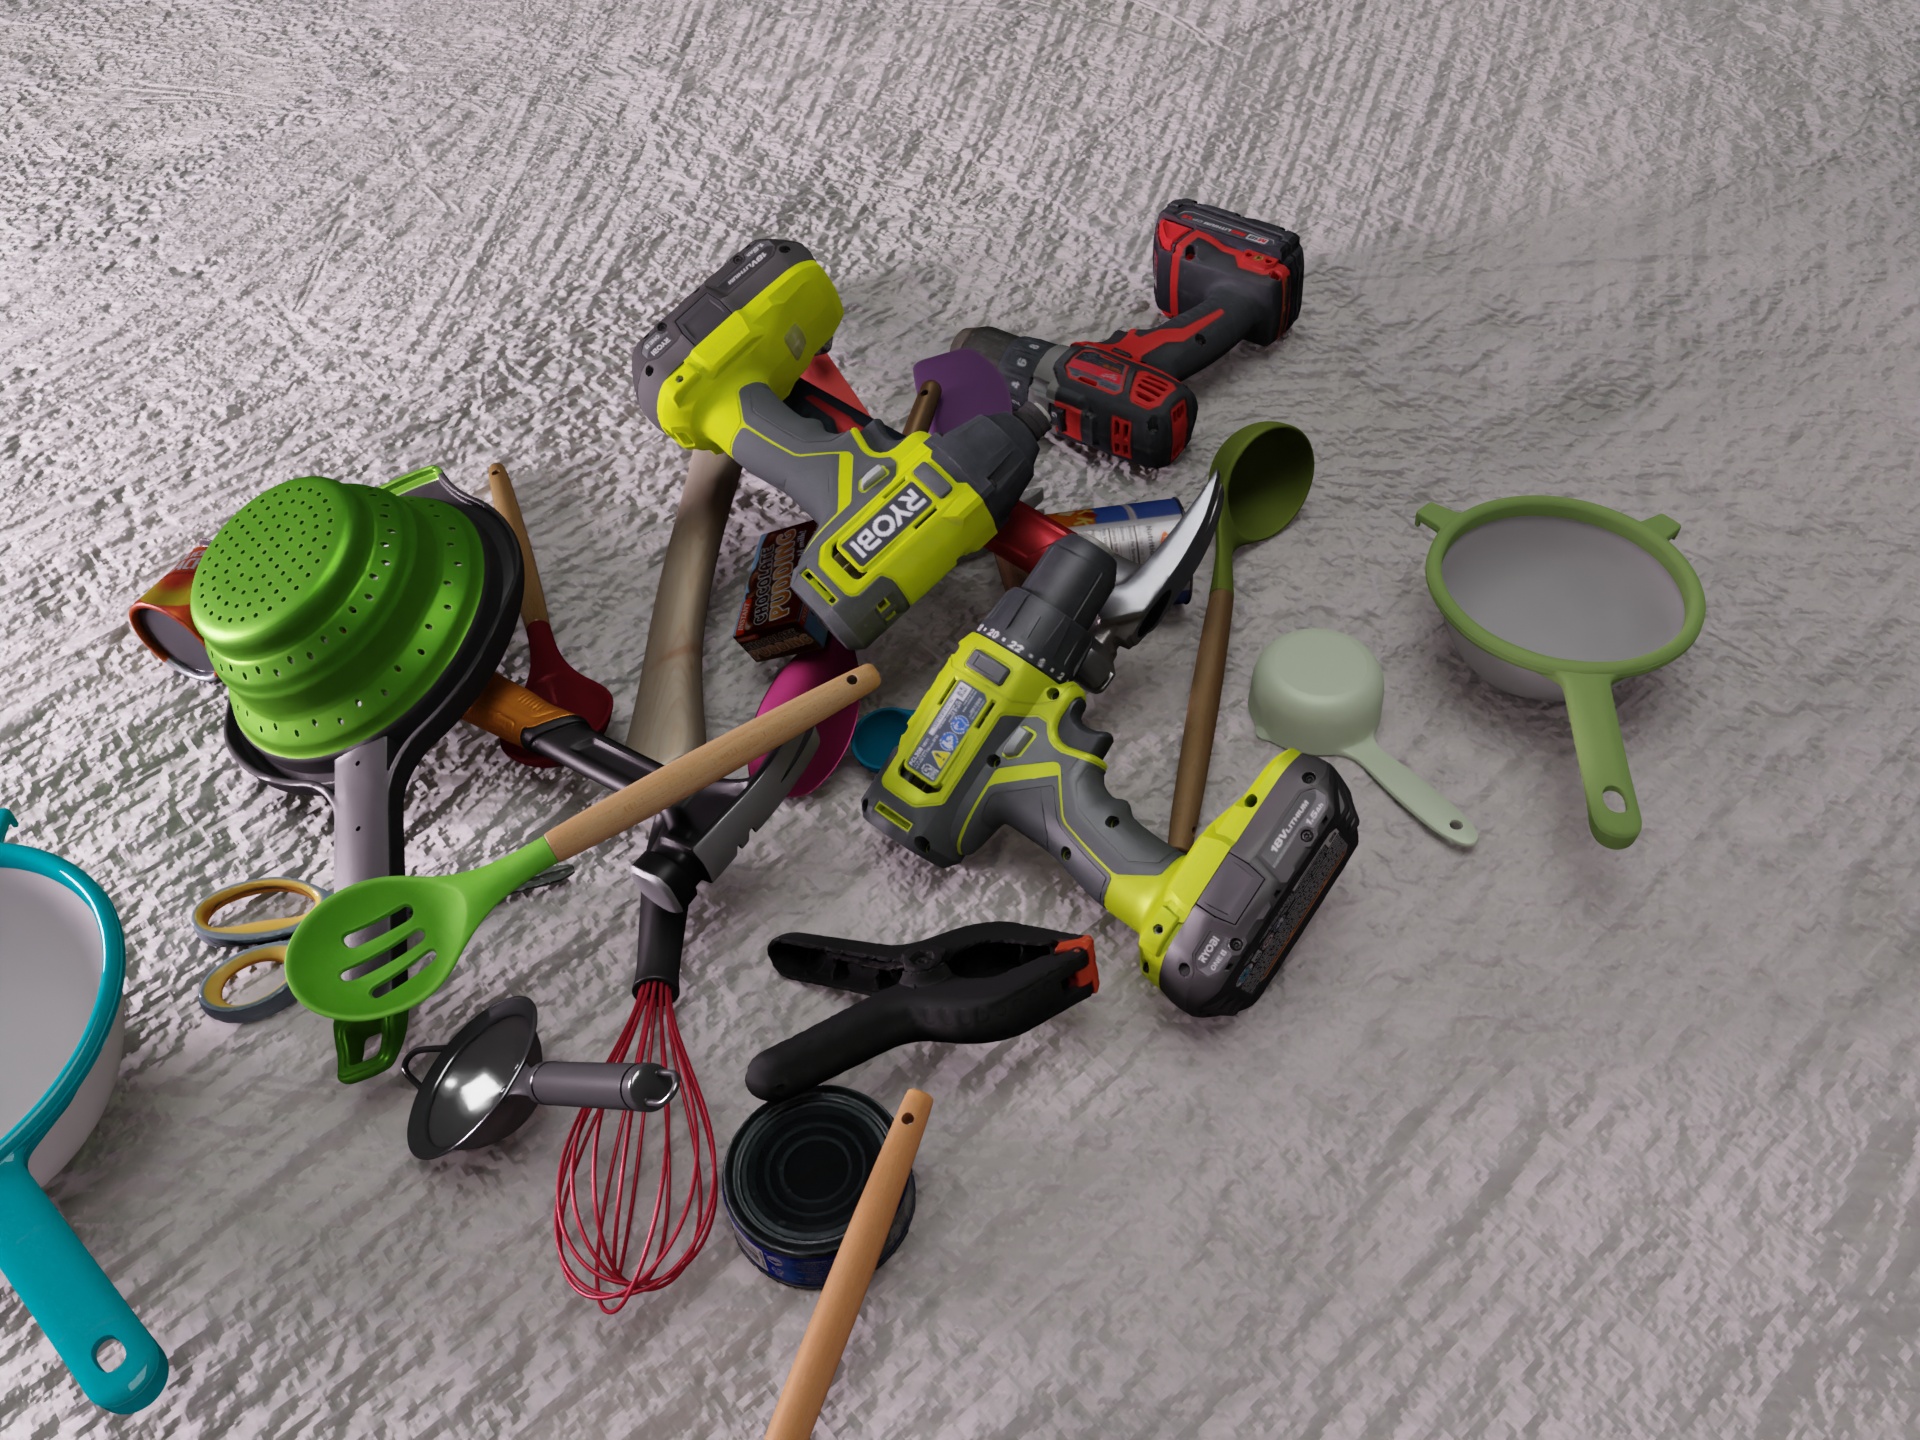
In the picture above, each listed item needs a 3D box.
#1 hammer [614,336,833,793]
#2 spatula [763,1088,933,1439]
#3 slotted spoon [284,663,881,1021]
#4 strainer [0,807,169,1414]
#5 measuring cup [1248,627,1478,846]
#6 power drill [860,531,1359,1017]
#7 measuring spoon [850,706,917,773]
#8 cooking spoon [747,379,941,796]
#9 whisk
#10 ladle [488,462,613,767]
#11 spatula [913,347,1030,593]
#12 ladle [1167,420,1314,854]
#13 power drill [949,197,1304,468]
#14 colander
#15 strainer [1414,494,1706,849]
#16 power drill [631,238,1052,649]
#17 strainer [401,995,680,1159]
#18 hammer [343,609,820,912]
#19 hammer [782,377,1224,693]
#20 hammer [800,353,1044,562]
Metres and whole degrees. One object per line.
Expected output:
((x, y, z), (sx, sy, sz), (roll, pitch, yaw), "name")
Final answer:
((-0.175, -0.118, 1.013), (0.146, 0.038, 0.411), (-8, 51, 15), "hammer")
((-0.074, 0.291, 0.619), (0.081, 0.041, 0.323), (14, 60, 17), "spatula")
((-0.175, 0.052, 0.777), (0.314, 0.031, 0.070), (-30, 70, -13), "slotted spoon")
((-0.436, 0.199, 0.719), (0.341, 0.095, 0.211), (34, 60, 28), "strainer")
((0.227, 0.006, 0.880), (0.083, 0.038, 0.168), (-26, 48, -18), "measuring cup")
((0.081, 0.024, 0.808), (0.229, 0.080, 0.190), (33, 89, 27), "power drill")
((-0.001, -0.003, 0.912), (0.128, 0.021, 0.042), (-25, 56, -9), "measuring spoon")
((-0.059, -0.089, 0.972), (0.069, 0.017, 0.319), (1, 57, 26), "cooking spoon")
((-0.148, 0.146, 0.770), (0.073, 0.073, 0.296), (-5, 41, 0), "whisk")
((-0.273, -0.074, 1.007), (0.069, 0.031, 0.316), (-21, 47, -7), "ladle")
((0.026, -0.125, 0.994), (0.060, 0.018, 0.316), (-15, 56, 1), "spatula")
((0.162, -0.055, 0.935), (0.062, 0.078, 0.320), (-6, 49, 27), "ladle")
((0.121, -0.280, 1.137), (0.188, 0.080, 0.227), (27, 58, 27), "power drill")
((-0.338, -0.003, 0.844), (0.204, 0.094, 0.398), (-23, 54, 11), "colander")
((0.334, -0.019, 0.876), (0.151, 0.069, 0.257), (3, 48, 5), "strainer")
((-0.070, -0.170, 0.918), (0.171, 0.080, 0.223), (-43, 68, -4), "power drill")
((-0.184, 0.162, 0.700), (0.258, 0.050, 0.087), (-15, 41, 52), "strainer")
((-0.236, -0.006, 0.888), (0.337, 0.034, 0.127), (21, 58, 31), "hammer")
((-0.029, -0.168, 0.966), (0.387, 0.038, 0.143), (33, 82, 24), "hammer")
((-0.081, -0.226, 1.126), (0.149, 0.036, 0.359), (-20, 49, -14), "hammer")
